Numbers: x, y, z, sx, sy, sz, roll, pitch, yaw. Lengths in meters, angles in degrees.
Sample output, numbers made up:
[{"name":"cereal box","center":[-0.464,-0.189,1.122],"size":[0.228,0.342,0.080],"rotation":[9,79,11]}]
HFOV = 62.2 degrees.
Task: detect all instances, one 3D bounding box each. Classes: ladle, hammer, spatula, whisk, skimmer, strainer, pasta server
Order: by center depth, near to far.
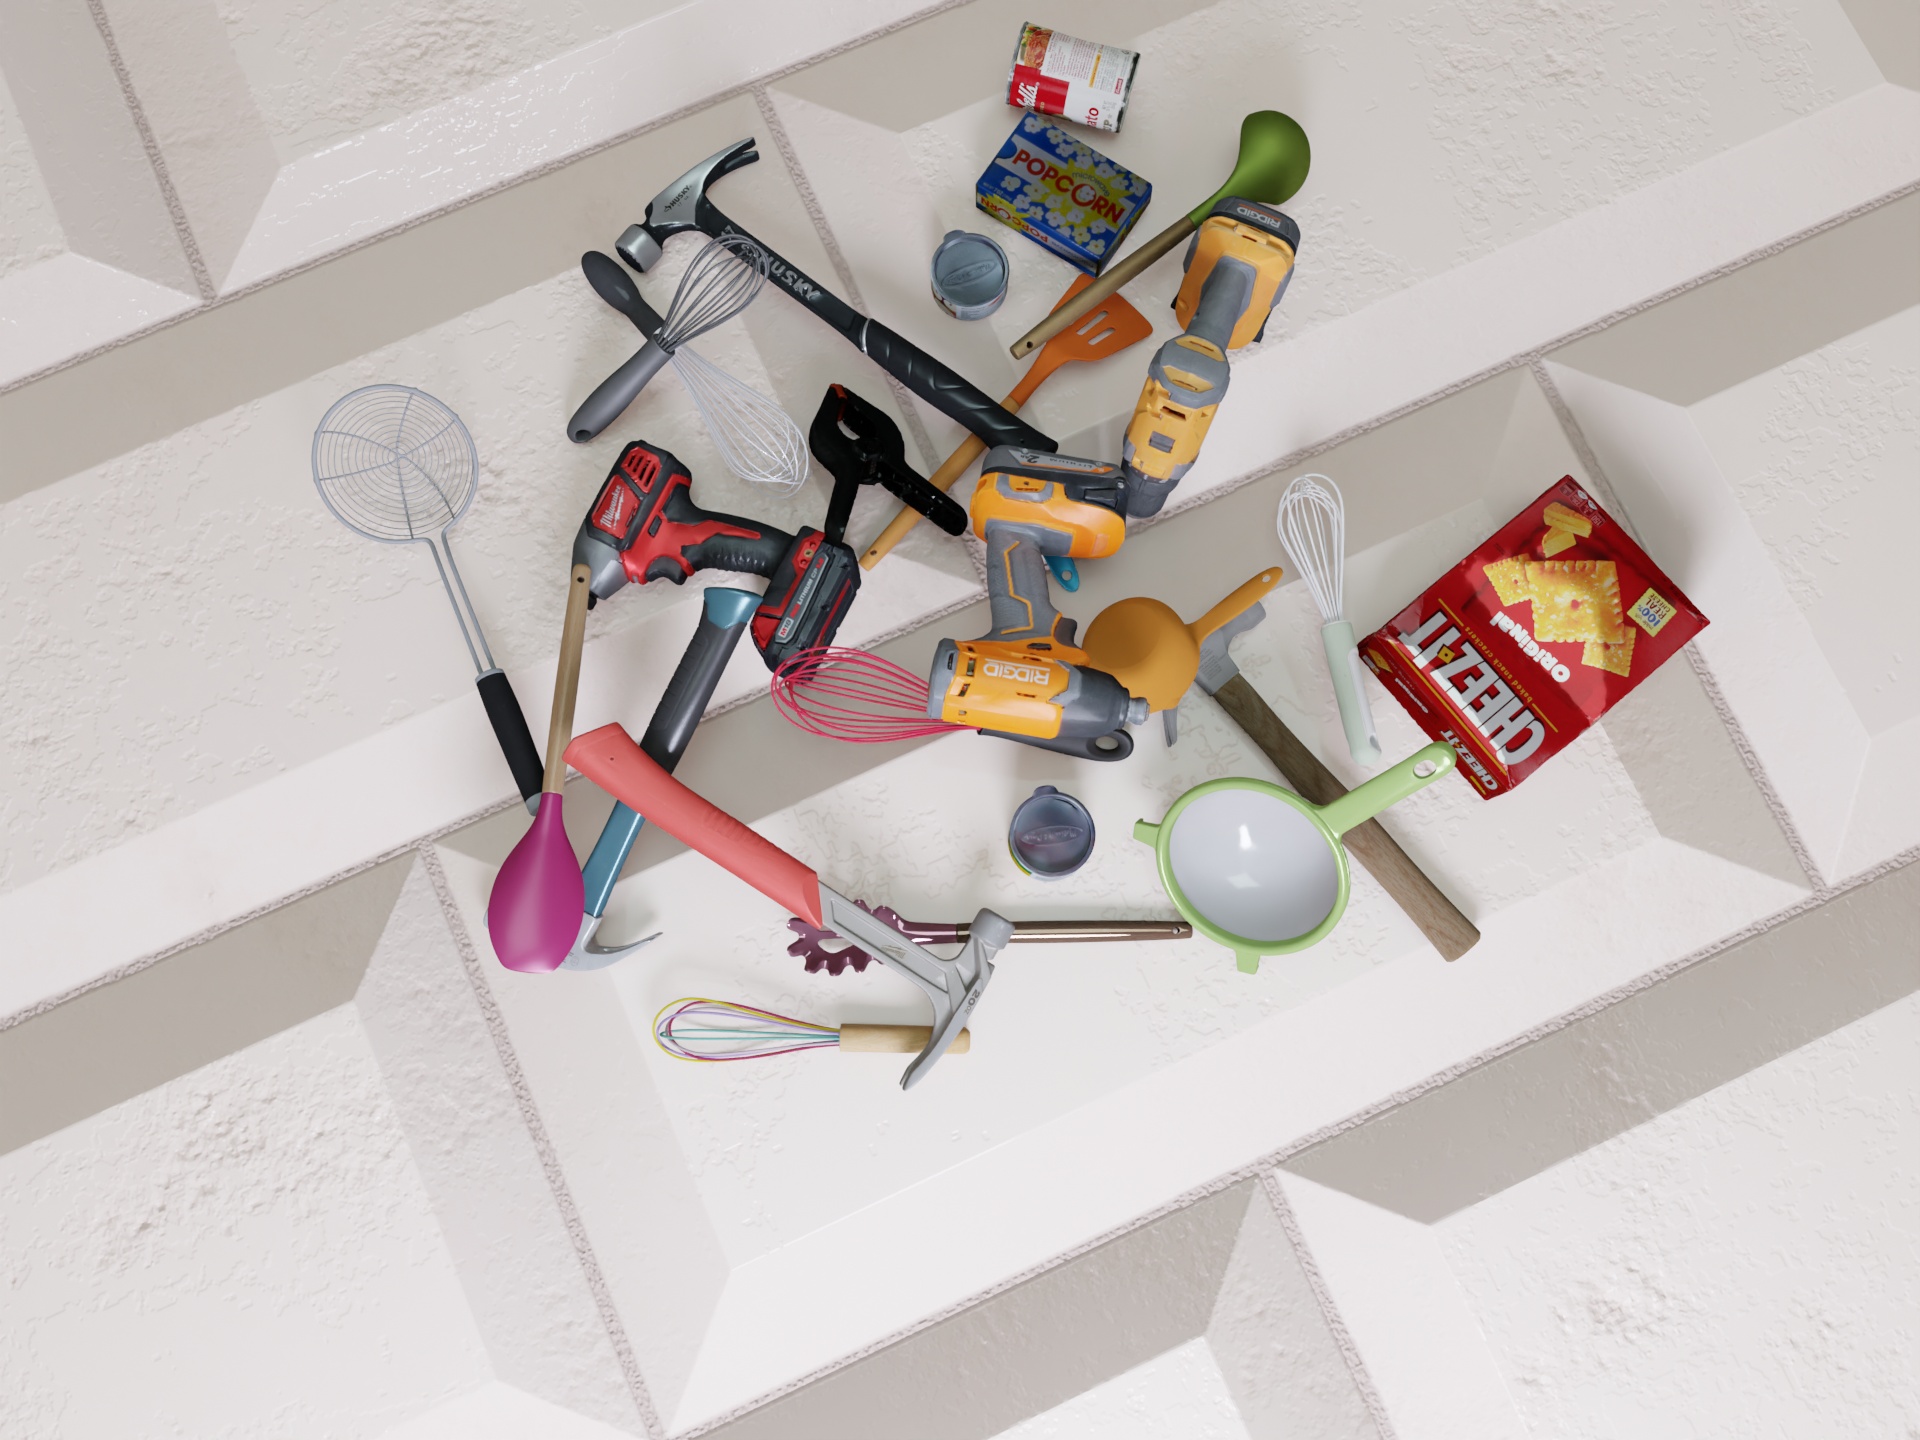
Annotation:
[{"name":"hammer","center":[-0.143,0.123,1.189],"size":[0.359,0.037,0.149],"rotation":[33,83,-6]},{"name":"strainer","center":[0.265,0.074,1.191],"size":[0.256,0.069,0.151],"rotation":[-37,93,35]},{"name":"hammer","center":[-0.242,0.043,1.223],"size":[0.128,0.033,0.331],"rotation":[28,96,4]},{"name":"whisk","center":[-0.114,0.240,1.224],"size":[0.245,0.051,0.047],"rotation":[2,74,-3]},{"name":"whisk","center":[-0.002,-0.004,1.238],"size":[0.295,0.073,0.073],"rotation":[10,80,-15]},{"name":"skimmer","center":[-0.398,-0.094,1.239],"size":[0.127,0.090,0.363],"rotation":[-25,71,-5]},{"name":"pasta server","center":[0.024,0.166,1.239],"size":[0.316,0.040,0.060],"rotation":[-1,85,-1]},{"name":"hammer","center":[0.285,0.057,1.263],"size":[0.130,0.031,0.331],"rotation":[-40,83,-7]},{"name":"whisk","center":[0.298,-0.083,1.269],"size":[0.059,0.057,0.246],"rotation":[-21,72,38]},{"name":"whisk","center":[-0.240,-0.300,1.271],"size":[0.239,0.055,0.055],"rotation":[-38,81,26]},{"name":"hammer","center":[-0.088,-0.332,1.314],"size":[0.409,0.036,0.149],"rotation":[38,80,11]},{"name":"whisk","center":[-0.223,-0.291,1.315],"size":[0.070,0.070,0.285],"rotation":[-41,77,-7]},{"name":"spatula","center":[0.029,-0.243,1.322],"size":[0.081,0.041,0.322],"rotation":[42,86,8]},{"name":"ladle","center":[0.165,-0.399,1.324],"size":[0.320,0.062,0.078],"rotation":[-38,116,-6]}]

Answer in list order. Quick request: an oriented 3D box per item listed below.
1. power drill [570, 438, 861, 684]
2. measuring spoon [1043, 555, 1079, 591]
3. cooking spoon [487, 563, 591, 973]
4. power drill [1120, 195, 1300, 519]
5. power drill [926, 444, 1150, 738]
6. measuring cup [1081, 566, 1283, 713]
[{"name":"power drill","center":[-0.202,-0.120,1.273],"size":[0.220,0.078,0.143],"rotation":[26,81,7]},{"name":"measuring spoon","center":[0.063,-0.162,1.313],"size":[0.042,0.021,0.128],"rotation":[-28,90,-6]},{"name":"cooking spoon","center":[-0.306,0.031,1.202],"size":[0.068,0.017,0.319],"rotation":[8,72,-14]},{"name":"power drill","center":[0.188,-0.282,1.273],"size":[0.084,0.185,0.226],"rotation":[23,62,4]},{"name":"power drill","center":[0.071,-0.090,1.212],"size":[0.164,0.084,0.227],"rotation":[10,63,1]},{"name":"measuring cup","center":[0.172,-0.078,1.245],"size":[0.173,0.052,0.095],"rotation":[-36,51,10]}]
